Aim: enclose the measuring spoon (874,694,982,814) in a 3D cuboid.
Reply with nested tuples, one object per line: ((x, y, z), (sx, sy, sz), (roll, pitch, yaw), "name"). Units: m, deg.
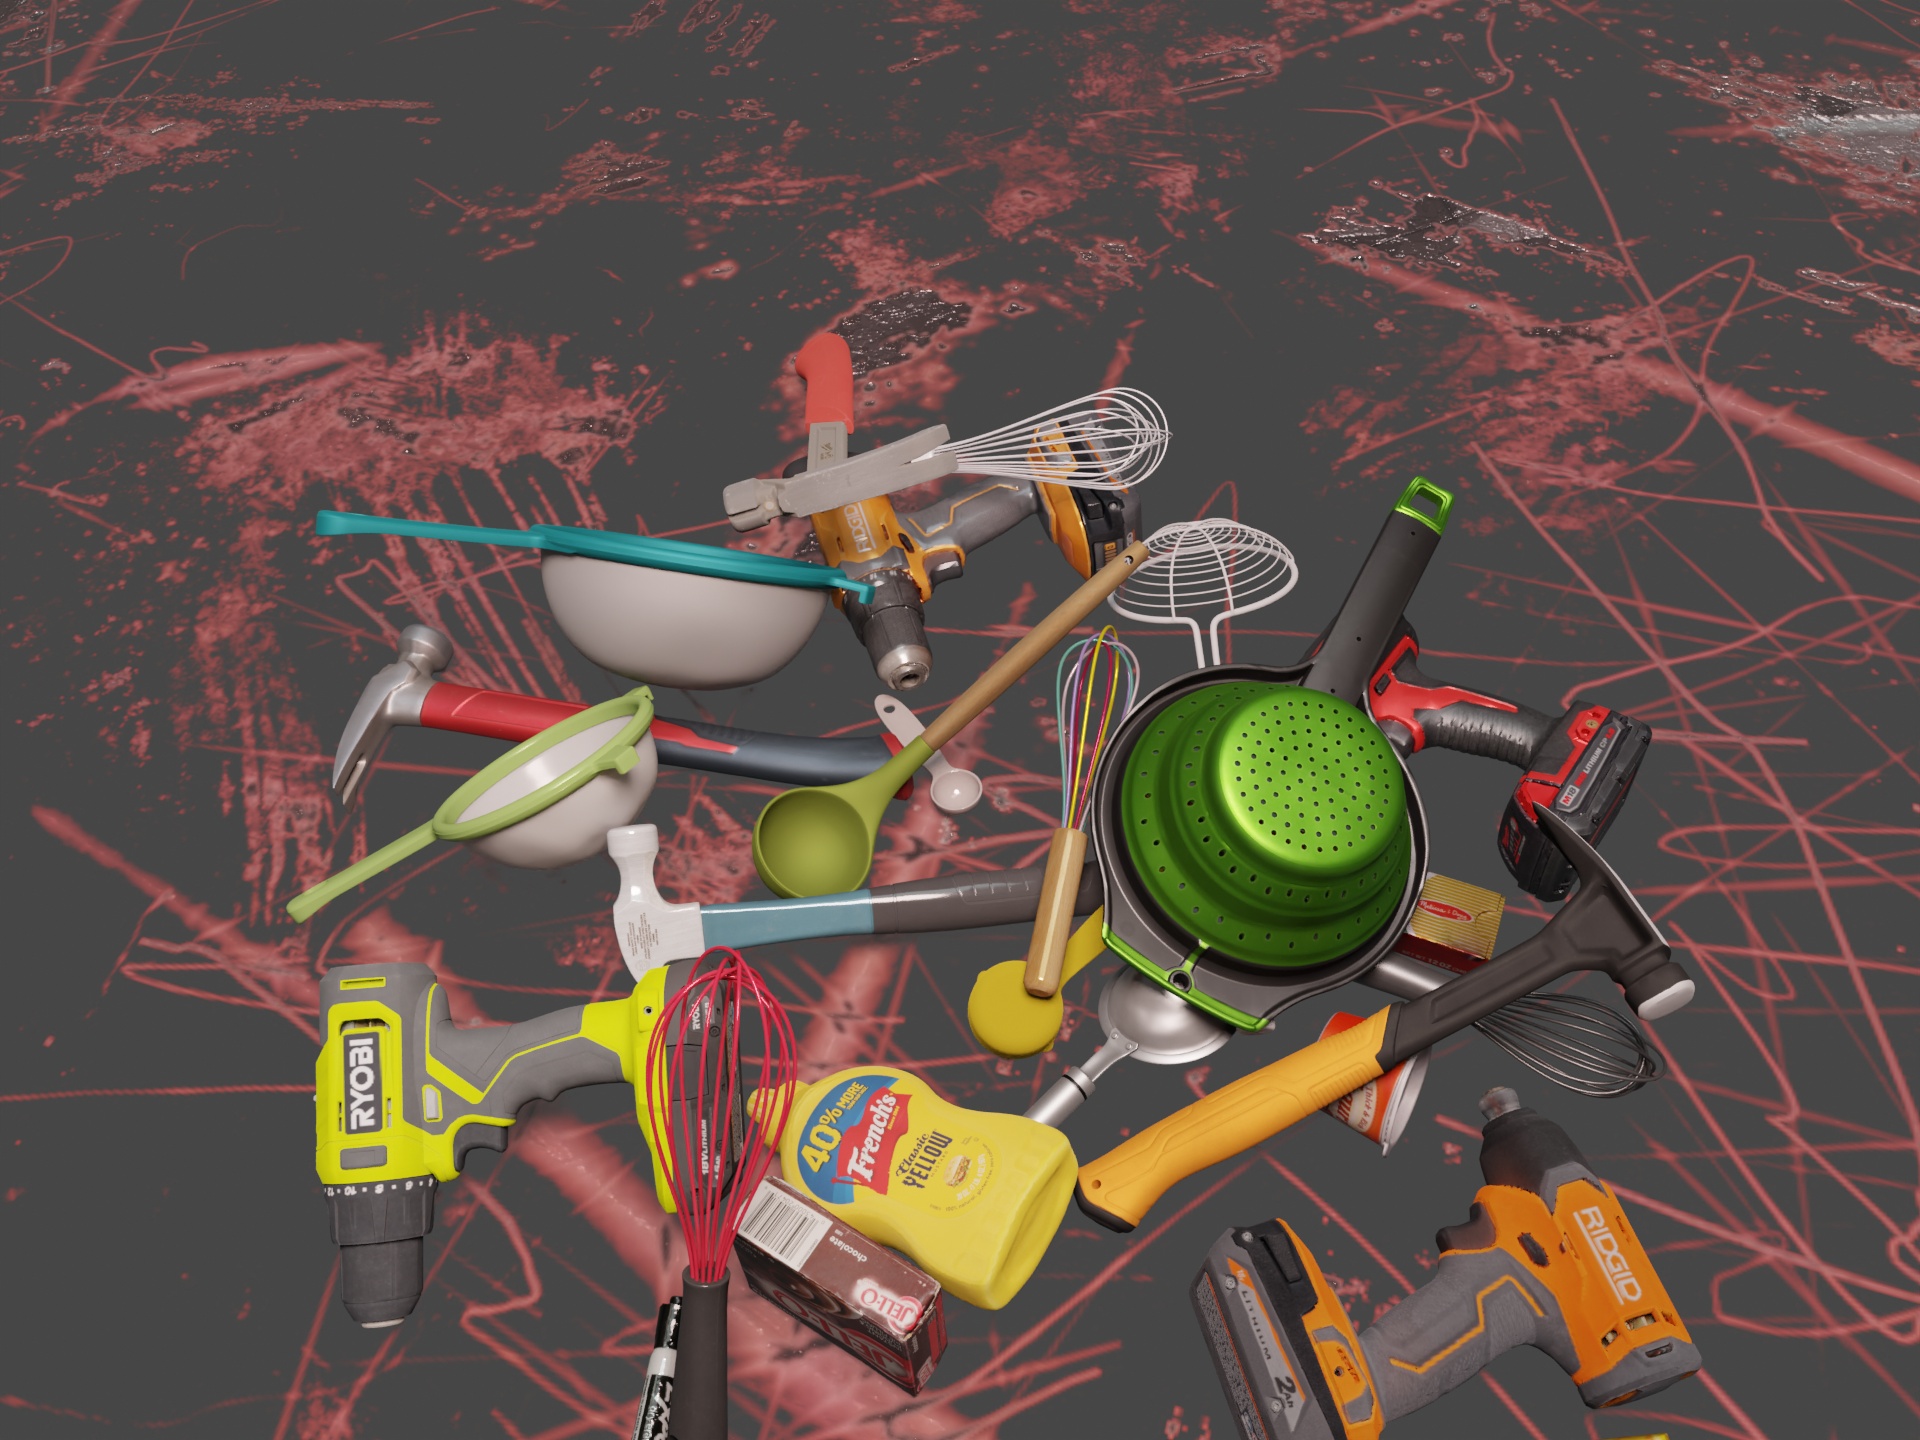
((-0.025, 0.023, 1.075), (0.034, 0.018, 0.124), (-26, 49, -16), "measuring spoon")

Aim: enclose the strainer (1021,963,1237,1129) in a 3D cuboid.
((0.074, 0.203, 0.916), (0.258, 0.050, 0.087), (-40, 45, -21), "strainer")

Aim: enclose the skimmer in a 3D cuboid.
((0.167, 0.024, 1.010), (0.127, 0.090, 0.364), (-7, 65, 9), "skimmer")

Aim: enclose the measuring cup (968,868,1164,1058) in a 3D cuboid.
((0.069, 0.138, 0.947), (0.156, 0.029, 0.062), (-42, 77, -10), "measuring cup")

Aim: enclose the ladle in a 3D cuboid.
((-0.002, -0.003, 1.000), (0.320, 0.062, 0.078), (-42, 89, 0), "ladle")

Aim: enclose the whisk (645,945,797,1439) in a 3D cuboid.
((-0.122, 0.250, 0.769), (0.073, 0.295, 0.073), (5, 12, -1), "whisk")

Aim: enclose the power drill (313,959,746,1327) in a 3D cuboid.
((-0.237, 0.224, 0.874), (0.228, 0.080, 0.191), (-5, 79, -2), "power drill")

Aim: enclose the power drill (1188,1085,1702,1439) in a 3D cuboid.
((0.238, 0.286, 0.815), (0.226, 0.084, 0.164), (-12, 56, -11), "power drill")

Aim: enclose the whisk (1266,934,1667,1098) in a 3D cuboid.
((0.289, 0.160, 0.933), (0.239, 0.055, 0.055), (20, 56, 23), "whisk")

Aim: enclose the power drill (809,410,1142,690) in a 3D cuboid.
((0.016, -0.120, 1.141), (0.226, 0.084, 0.186), (-17, 53, -4), "power drill")

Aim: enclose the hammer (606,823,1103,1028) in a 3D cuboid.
((-0.041, 0.113, 0.964), (0.331, 0.033, 0.128), (-5, 91, -10), "hammer")

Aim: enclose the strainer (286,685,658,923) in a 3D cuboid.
((-0.288, 0.076, 0.981), (0.256, 0.069, 0.152), (-29, 18, 1), "strainer")

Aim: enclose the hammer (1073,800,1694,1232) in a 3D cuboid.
((0.207, 0.175, 0.858), (0.337, 0.034, 0.127), (-31, 52, 7), "hammer")

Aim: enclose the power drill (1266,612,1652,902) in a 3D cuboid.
((0.309, 0.016, 1.024), (0.220, 0.078, 0.143), (29, 59, 26), "power drill")

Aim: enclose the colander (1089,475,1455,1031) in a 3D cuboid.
((0.222, -0.015, 0.934), (0.204, 0.094, 0.397), (31, 65, 4), "colander")

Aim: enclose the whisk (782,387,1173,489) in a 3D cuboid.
((0.007, -0.184, 1.110), (0.284, 0.070, 0.070), (-3, 51, 18), "whisk")

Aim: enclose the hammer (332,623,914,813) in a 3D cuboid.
((-0.224, 0.023, 1.069), (0.386, 0.038, 0.143), (8, 55, 9), "hammer")

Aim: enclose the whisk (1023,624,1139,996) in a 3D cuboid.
((0.069, 0.048, 0.964), (0.051, 0.047, 0.245), (16, 64, -5), "whisk")

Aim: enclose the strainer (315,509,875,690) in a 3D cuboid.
((-0.240, -0.074, 1.032), (0.340, 0.095, 0.211), (3, 9, -32), "strainer")

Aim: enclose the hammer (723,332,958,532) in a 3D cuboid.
((-0.086, -0.226, 1.152), (0.149, 0.036, 0.359), (-16, 26, 4), "hammer")
